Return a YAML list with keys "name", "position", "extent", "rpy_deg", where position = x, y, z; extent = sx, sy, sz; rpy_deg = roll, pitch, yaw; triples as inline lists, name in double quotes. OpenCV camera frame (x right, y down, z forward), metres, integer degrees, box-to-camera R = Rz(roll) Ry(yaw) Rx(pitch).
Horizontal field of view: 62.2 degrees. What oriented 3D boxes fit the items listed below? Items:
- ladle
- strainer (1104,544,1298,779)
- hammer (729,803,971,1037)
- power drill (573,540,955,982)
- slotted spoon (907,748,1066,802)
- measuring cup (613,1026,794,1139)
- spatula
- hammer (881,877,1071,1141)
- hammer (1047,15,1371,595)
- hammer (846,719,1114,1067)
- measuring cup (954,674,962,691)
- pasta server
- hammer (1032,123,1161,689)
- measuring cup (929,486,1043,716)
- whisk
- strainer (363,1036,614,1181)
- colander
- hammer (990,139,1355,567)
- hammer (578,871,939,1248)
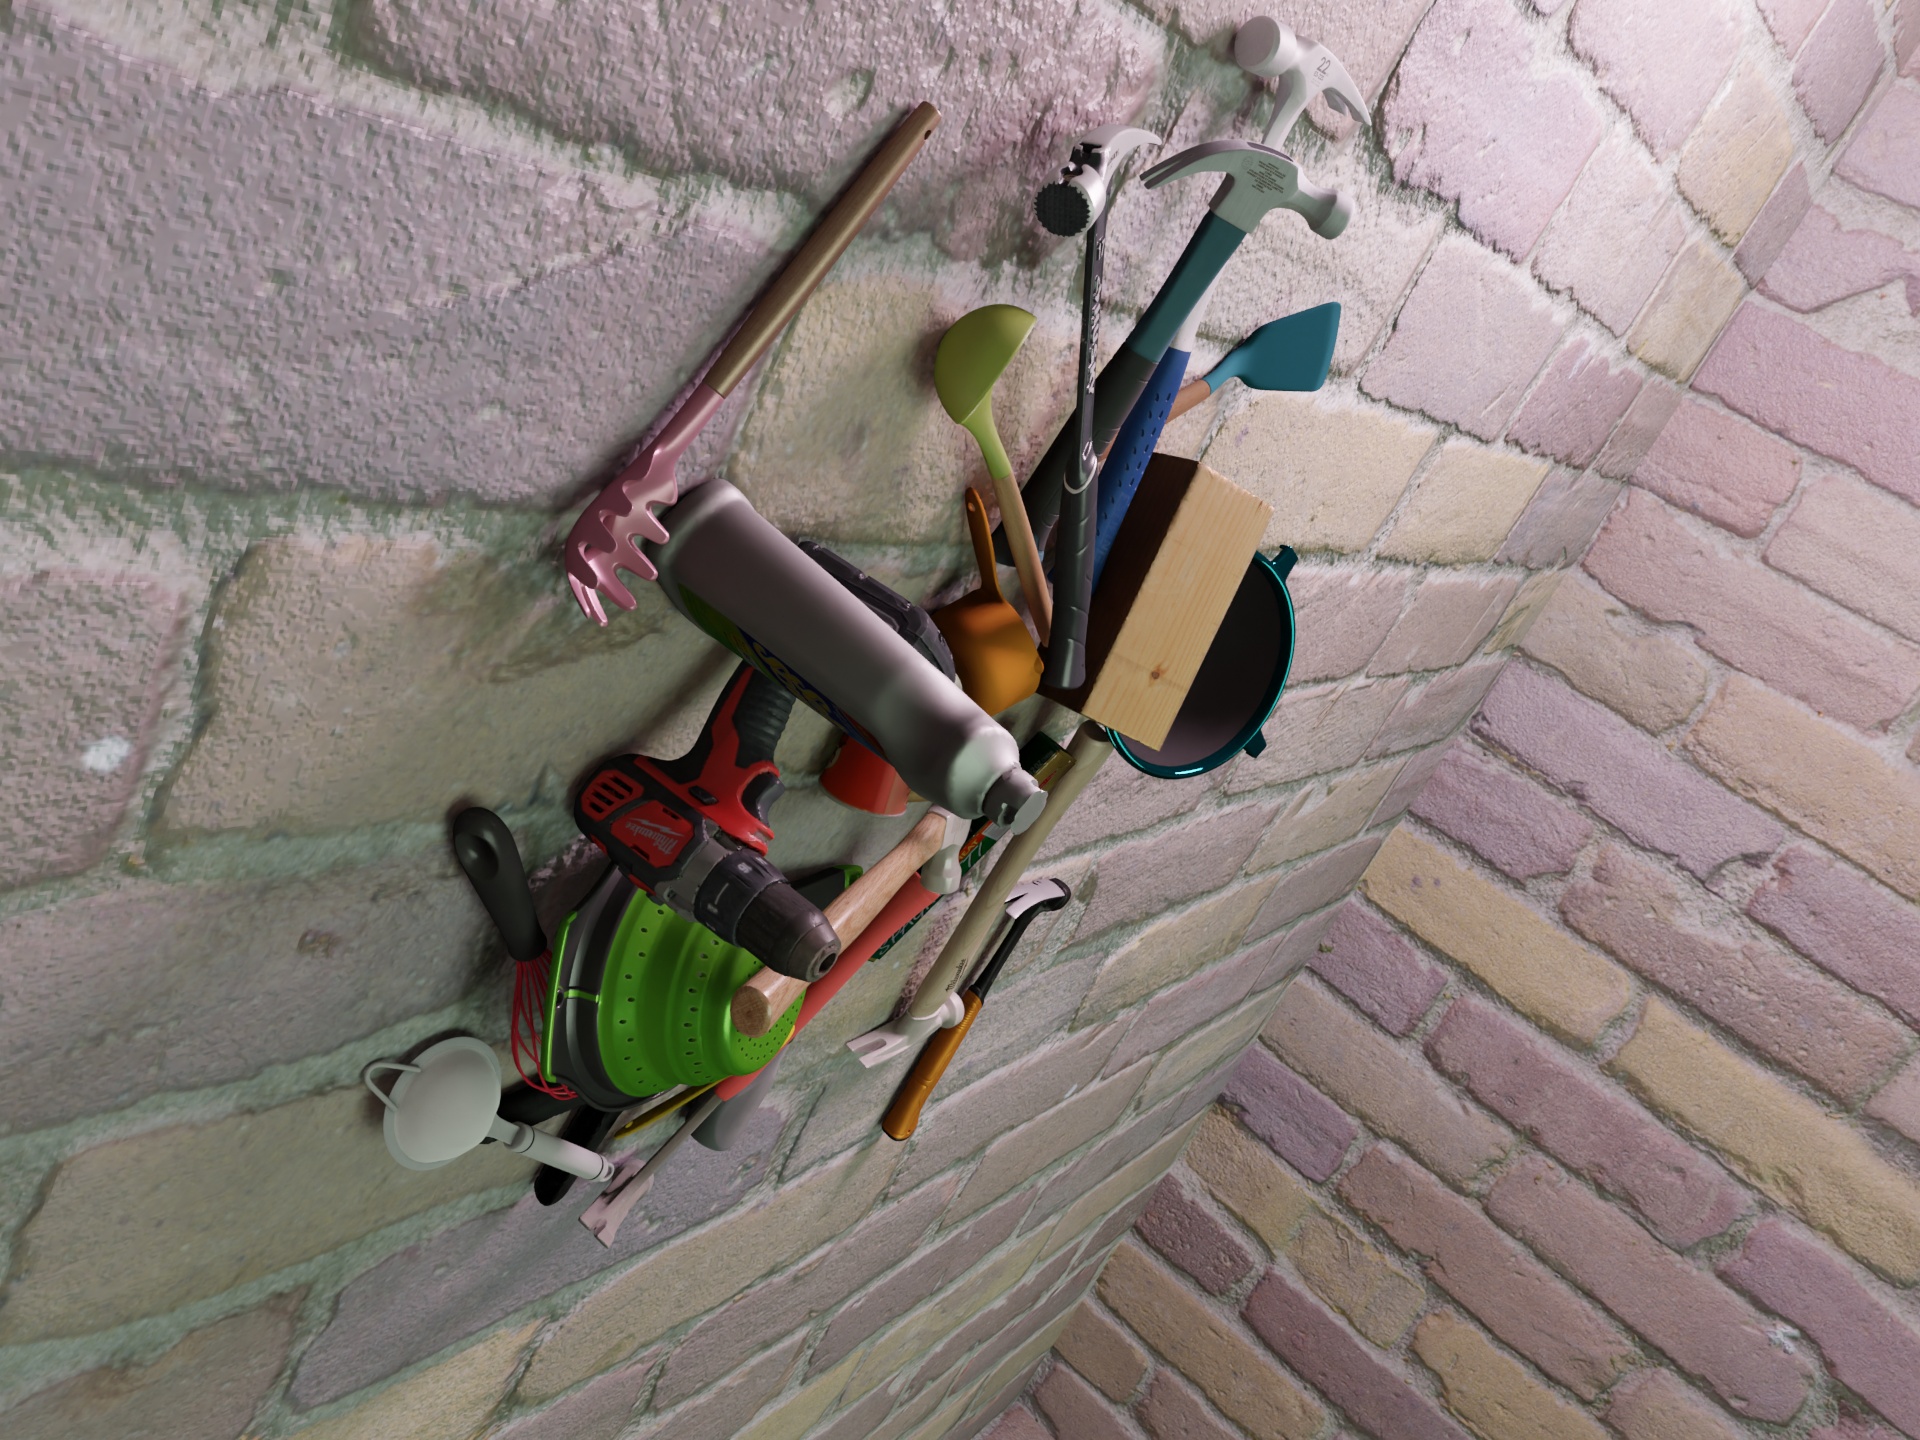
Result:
- name: "ladle"
  position: [0.042, -0.144, 1.053]
  extent: [0.078, 0.062, 0.319]
  rpy_deg: [-59, 152, -24]
- name: "strainer"
  position: [0.128, -0.056, 1.346]
  extent: [0.340, 0.095, 0.211]
  rpy_deg: [-6, 112, -31]
- name: "hammer"
  position: [-0.062, 0.116, 1.072]
  extent: [0.331, 0.031, 0.130]
  rpy_deg: [-40, 145, -61]
- name: "power drill"
  position: [-0.098, 0.027, 0.940]
  extent: [0.227, 0.188, 0.080]
  rpy_deg: [-52, 156, -11]
- name: "slotted spoon"
  position: [0.015, 0.054, 1.361]
  extent: [0.313, 0.031, 0.070]
  rpy_deg: [-1, 128, -57]
- name: "measuring cup"
  position: [-0.194, 0.256, 1.164]
  extent: [0.156, 0.029, 0.062]
  rpy_deg: [-32, -169, 2]
- name: "spatula"
  position: [0.180, -0.243, 1.224]
  extent: [0.317, 0.044, 0.082]
  rpy_deg: [-34, 145, -33]
- name: "hammer"
  position: [0.001, 0.311, 1.672]
  extent: [0.127, 0.034, 0.336]
  rpy_deg: [-4, 128, -60]
- name: "hammer"
  position: [0.162, -0.272, 1.122]
  extent: [0.144, 0.035, 0.405]
  rpy_deg: [-4, 126, -48]
- name: "hammer"
  position: [0.024, 0.164, 1.467]
  extent: [0.146, 0.038, 0.410]
  rpy_deg: [-17, 143, -50]
- name: "measuring cup"
  position: [-0.002, -0.004, 1.116]
  extent: [0.167, 0.083, 0.038]
  rpy_deg: [41, 80, -21]
- name: "pasta server"
  position: [-0.104, -0.186, 0.815]
  extent: [0.316, 0.040, 0.060]
  rpy_deg: [-53, 168, -2]
- name: "hammer"
  position: [0.079, -0.182, 1.029]
  extent: [0.149, 0.036, 0.408]
  rpy_deg: [-60, 158, -44]
- name: "measuring cup"
  position: [0.004, -0.078, 1.118]
  extent: [0.052, 0.095, 0.173]
  rpy_deg: [-31, 130, -26]
- name: "whisk"
  position: [-0.260, 0.148, 0.974]
  extent: [0.073, 0.073, 0.295]
  rpy_deg: [-39, 147, -27]
- name: "strainer"
  position: [-0.293, 0.272, 1.046]
  extent: [0.087, 0.050, 0.258]
  rpy_deg: [-63, 151, -16]
- name: "colander"
  position: [-0.129, 0.156, 1.100]
  extent: [0.397, 0.094, 0.204]
  rpy_deg: [-13, 114, -67]
- name: "hammer"
  position: [0.116, -0.236, 1.073]
  extent: [0.331, 0.128, 0.033]
  rpy_deg: [-56, -159, 26]
- name: "hammer"
  position: [-0.153, 0.254, 1.234]
  extent: [0.359, 0.037, 0.149]
  rpy_deg: [-46, 180, -3]
